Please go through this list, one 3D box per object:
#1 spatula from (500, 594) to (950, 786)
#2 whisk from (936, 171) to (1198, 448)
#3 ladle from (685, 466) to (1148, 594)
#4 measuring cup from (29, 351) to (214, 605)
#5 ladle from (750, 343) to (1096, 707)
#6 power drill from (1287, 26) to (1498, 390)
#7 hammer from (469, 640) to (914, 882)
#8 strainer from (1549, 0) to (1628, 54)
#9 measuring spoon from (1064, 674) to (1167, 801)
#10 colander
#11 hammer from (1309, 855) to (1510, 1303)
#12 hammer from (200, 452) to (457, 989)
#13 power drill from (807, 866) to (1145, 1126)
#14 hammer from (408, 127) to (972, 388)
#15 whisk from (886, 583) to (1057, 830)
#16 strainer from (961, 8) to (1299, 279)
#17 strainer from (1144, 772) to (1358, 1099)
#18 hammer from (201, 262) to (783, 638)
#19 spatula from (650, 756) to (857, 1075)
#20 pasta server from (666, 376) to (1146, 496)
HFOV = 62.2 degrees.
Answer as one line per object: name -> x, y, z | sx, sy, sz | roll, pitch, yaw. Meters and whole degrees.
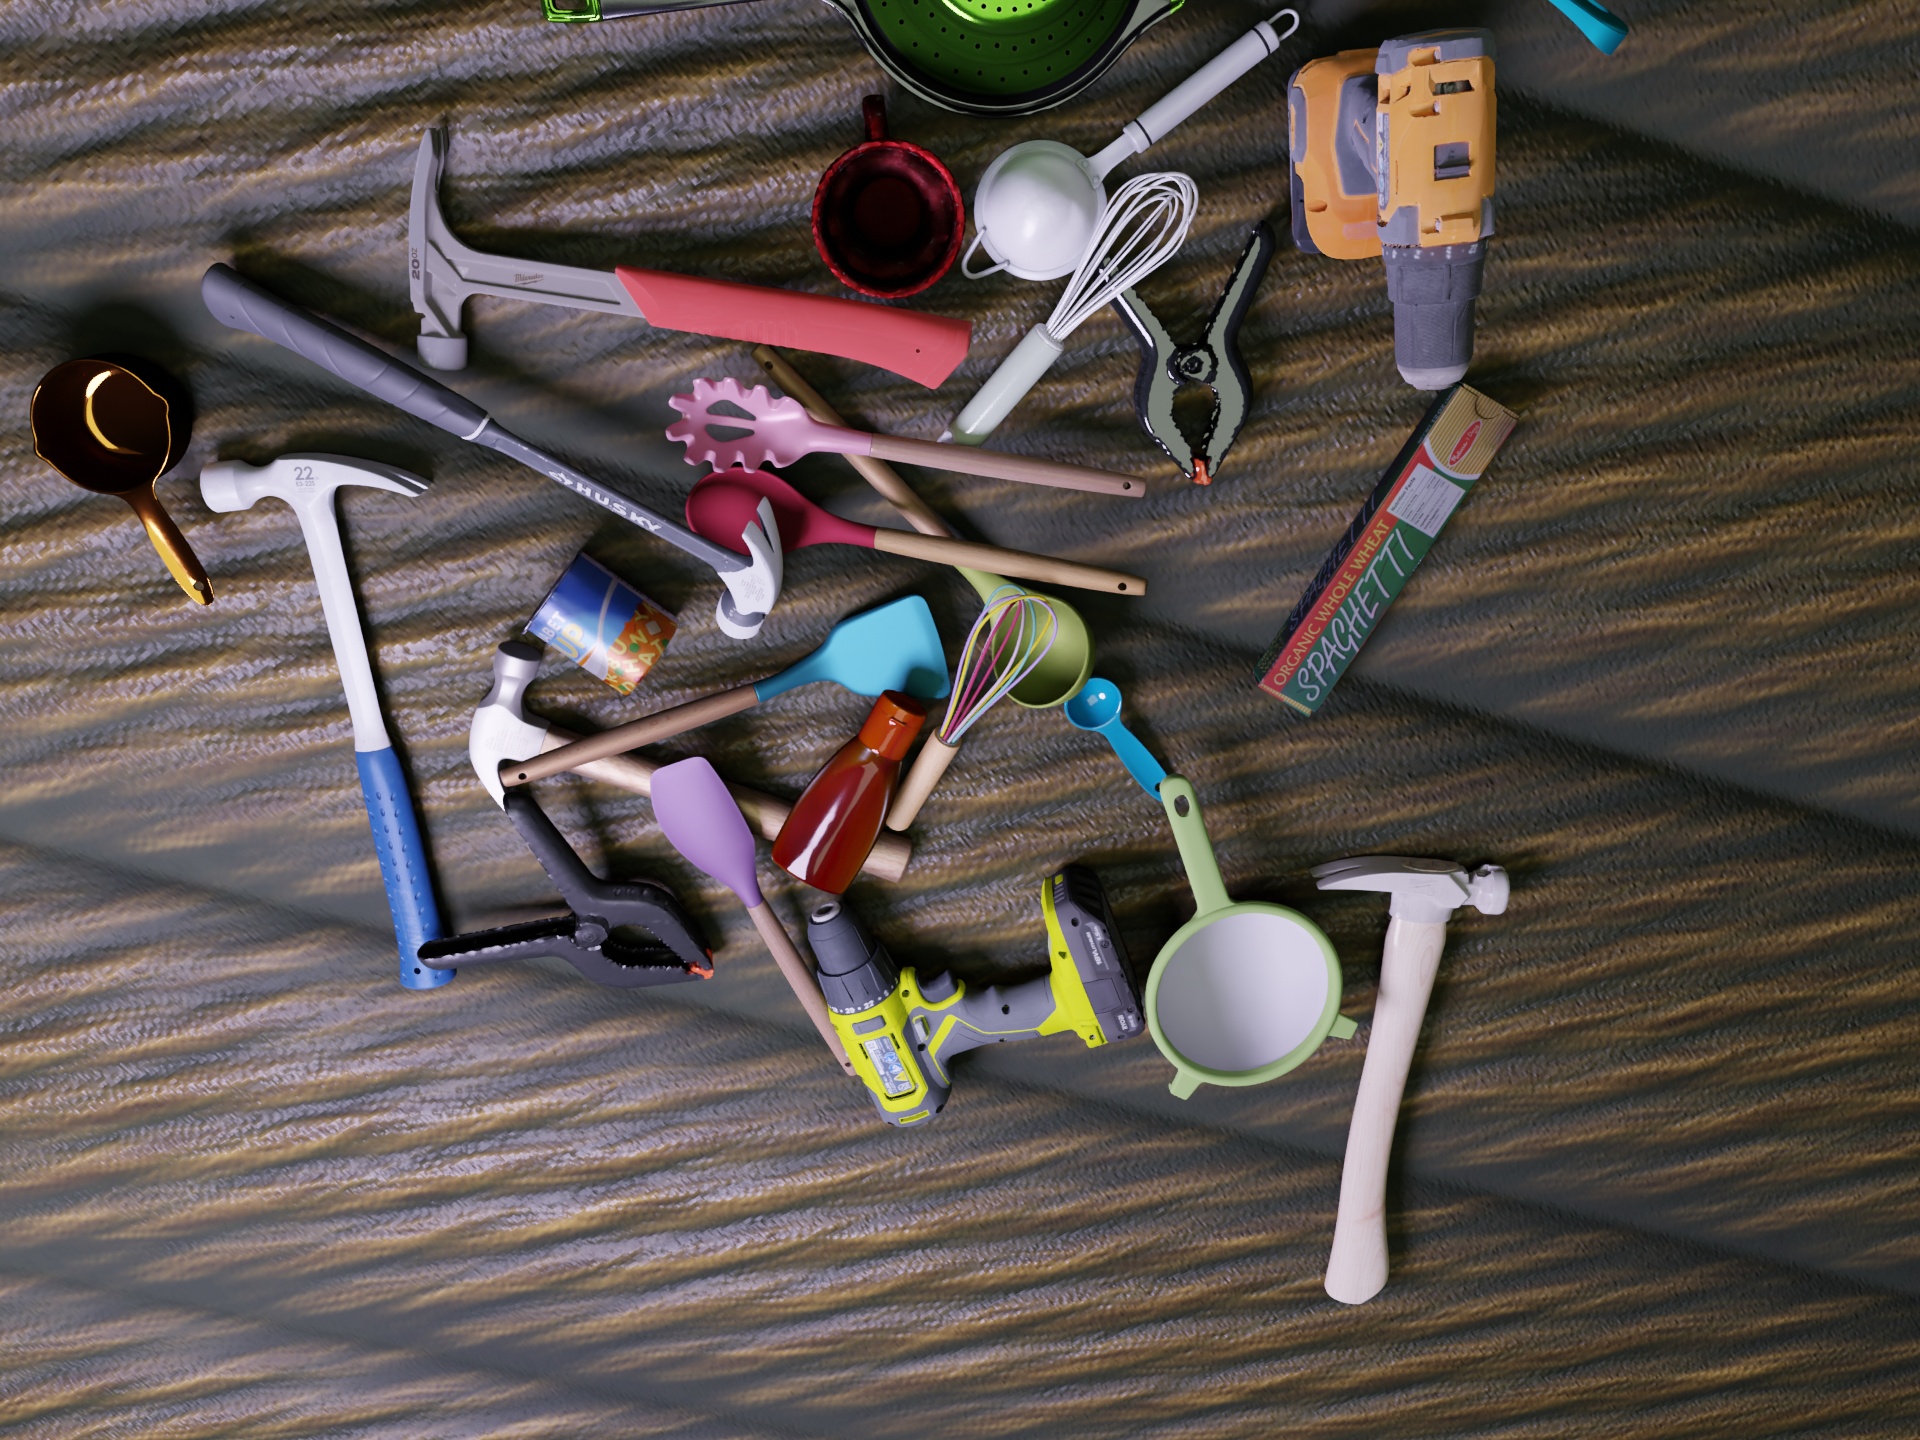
spatula -> -0.167, -0.009, 1.114 | 0.317, 0.044, 0.082 | -20, 117, -8
whisk -> 0.063, -0.253, 1.024 | 0.059, 0.058, 0.246 | 11, 133, -44
ladle -> -0.031, -0.118, 1.059 | 0.315, 0.031, 0.069 | 12, 122, 11
measuring cup -> -0.536, -0.160, 1.055 | 0.095, 0.052, 0.173 | -20, 113, 6
ladle -> -0.027, -0.133, 1.082 | 0.078, 0.062, 0.320 | -39, 106, 23
power drill -> 0.254, -0.302, 0.930 | 0.084, 0.226, 0.185 | -7, 112, 1
hammer -> -0.194, 0.055, 1.164 | 0.331, 0.031, 0.130 | 19, 110, -10
strainer -> 0.193, -0.432, 0.853 | 0.340, 0.211, 0.095 | 42, 130, 9
measuring spoon -> 0.119, 0.013, 1.169 | 0.042, 0.021, 0.128 | -35, 118, 11
colander -> -0.057, -0.450, 0.930 | 0.397, 0.095, 0.204 | -7, 112, 1
hammer -> 0.329, 0.297, 1.277 | 0.146, 0.038, 0.410 | 3, 112, -2
hammer -> -0.415, 0.009, 1.135 | 0.144, 0.035, 0.405 | -5, 112, 0
power drill -> 0.009, 0.196, 1.204 | 0.228, 0.080, 0.190 | -19, 112, 9
hammer -> -0.170, -0.276, 1.016 | 0.359, 0.037, 0.149 | 8, 112, 0
whisk -> -0.004, -0.004, 1.104 | 0.051, 0.047, 0.244 | 44, 132, 14
strainer -> 0.104, -0.365, 1.002 | 0.258, 0.050, 0.087 | -36, 94, 8
strainer -> 0.191, 0.149, 1.197 | 0.151, 0.069, 0.256 | -20, 106, -1
hammer -> -0.298, -0.183, 1.032 | 0.409, 0.149, 0.036 | 28, 65, -6
spatula -> -0.145, 0.155, 1.191 | 0.060, 0.018, 0.315 | -19, 120, 12
pasta server -> -0.032, -0.176, 1.042 | 0.316, 0.040, 0.060 | 8, 105, -6
